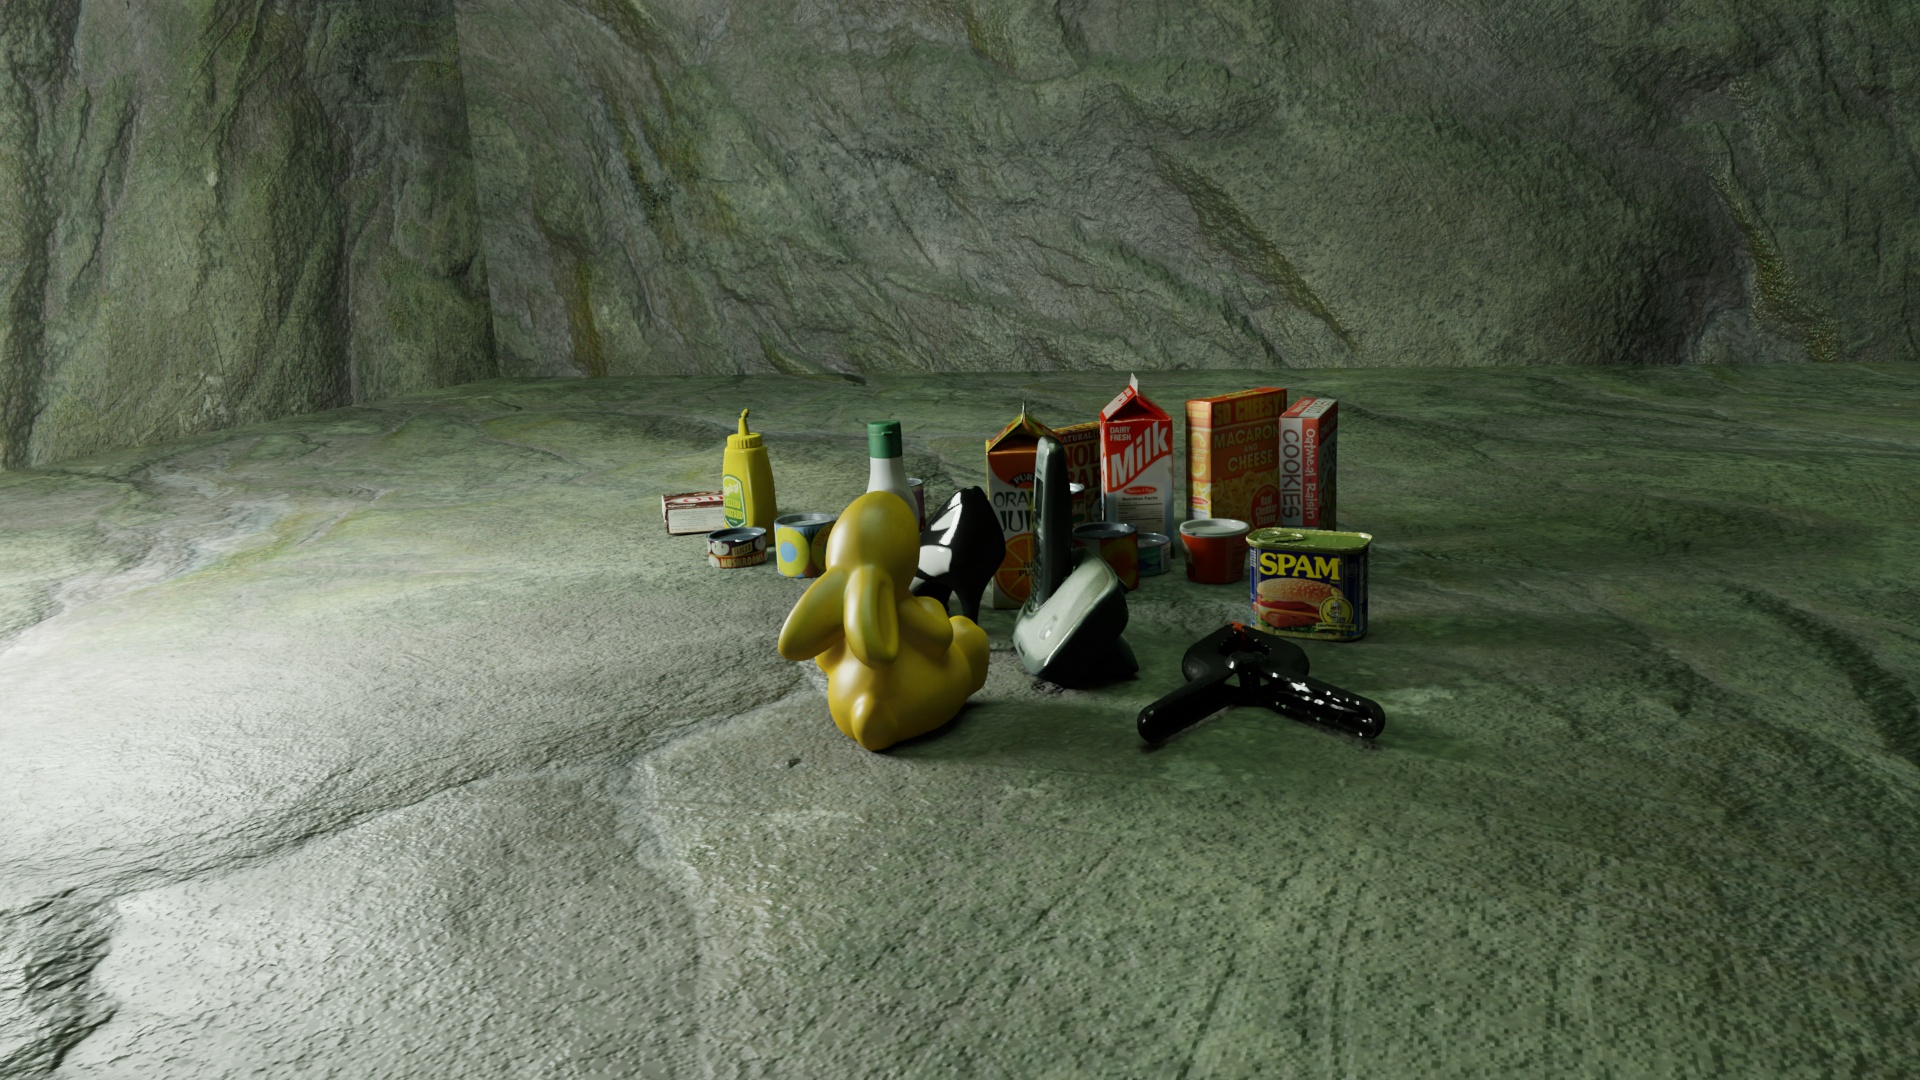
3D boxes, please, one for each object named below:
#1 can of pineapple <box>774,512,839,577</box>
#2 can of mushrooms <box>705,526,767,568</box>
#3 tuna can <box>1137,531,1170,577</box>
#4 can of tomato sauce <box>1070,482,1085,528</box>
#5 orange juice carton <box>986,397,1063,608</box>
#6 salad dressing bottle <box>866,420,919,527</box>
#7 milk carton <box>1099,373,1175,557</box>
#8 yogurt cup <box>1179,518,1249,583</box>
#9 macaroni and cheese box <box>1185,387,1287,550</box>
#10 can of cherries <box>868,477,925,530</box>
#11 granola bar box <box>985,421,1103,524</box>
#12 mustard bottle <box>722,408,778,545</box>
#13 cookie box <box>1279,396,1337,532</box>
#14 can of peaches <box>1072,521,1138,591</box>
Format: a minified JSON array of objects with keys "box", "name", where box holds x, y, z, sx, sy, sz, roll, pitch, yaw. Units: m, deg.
[{"box":[-0.163,0.005,1.484,0.071,0.057,0.071,-3,13,1],"name":"can of pineapple"},{"box":[-0.247,0.008,1.543,0.071,0.033,0.071,-3,13,1],"name":"can of mushrooms"},{"box":[0.179,0.014,1.421,0.071,0.032,0.071,-3,13,1],"name":"tuna can"},{"box":[0.099,-0.014,1.450,0.071,0.083,0.071,-3,13,1],"name":"can of tomato sauce"},{"box":[0.064,-0.037,1.315,0.073,0.192,0.072,-2,13,5],"name":"orange juice carton"},{"box":[-0.079,-0.058,1.538,0.064,0.147,0.044,-6,13,-13],"name":"salad dressing bottle"},{"box":[0.187,-0.080,1.477,0.073,0.190,0.072,-3,13,2],"name":"milk carton"},{"box":[0.252,0.011,1.374,0.072,0.053,0.072,-3,13,1],"name":"yogurt cup"},{"box":[0.294,-0.074,1.479,0.124,0.166,0.040,-13,16,-36],"name":"macaroni and cheese box"},{"box":[-0.077,-0.041,1.658,0.071,0.058,0.071,-3,13,1],"name":"can of cherries"},{"box":[0.106,-0.062,1.563,0.166,0.124,0.039,-12,15,-34],"name":"granola bar box"},{"box":[-0.248,-0.073,1.612,0.049,0.159,0.065,-15,17,-42],"name":"mustard bottle"},{"box":[0.342,-0.050,1.363,0.040,0.167,0.123,2,14,22],"name":"cookie box"},{"box":[0.144,0.017,1.364,0.071,0.058,0.071,-3,13,1],"name":"can of peaches"}]
